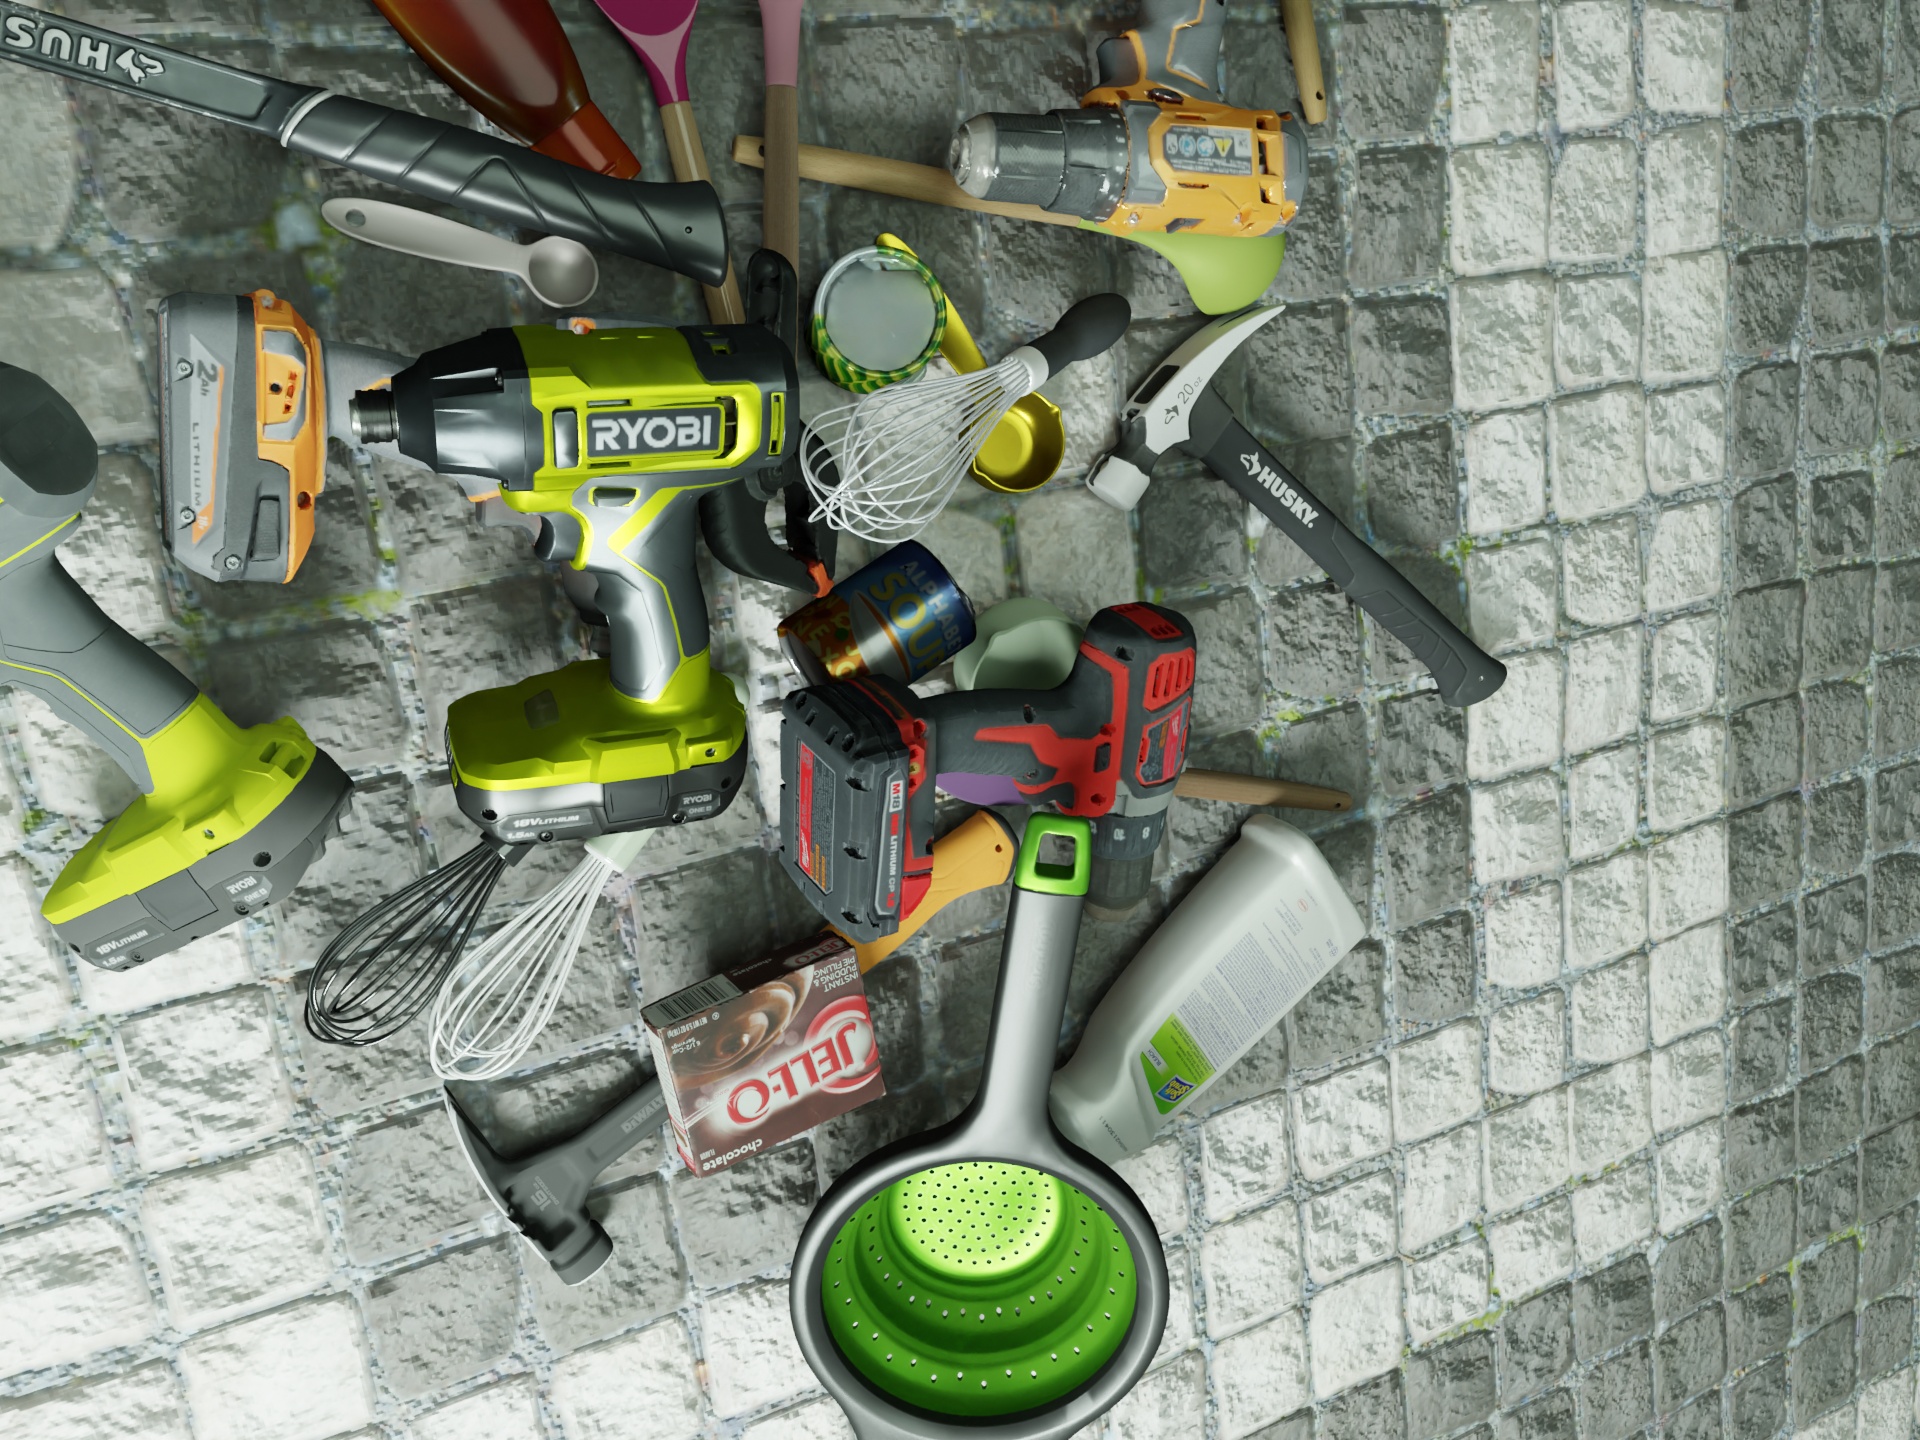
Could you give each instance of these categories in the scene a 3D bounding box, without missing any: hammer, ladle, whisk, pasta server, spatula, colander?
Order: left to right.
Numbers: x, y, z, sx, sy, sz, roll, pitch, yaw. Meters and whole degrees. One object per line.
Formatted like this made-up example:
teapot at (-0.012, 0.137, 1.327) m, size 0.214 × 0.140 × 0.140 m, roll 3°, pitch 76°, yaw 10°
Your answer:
hammer at (-0.294, -0.252, 0.661) m, size 0.408 × 0.036 × 0.149 m, roll 12°, pitch 96°, yaw -21°
whisk at (-0.224, 0.064, 0.776) m, size 0.239 × 0.055 × 0.055 m, roll -48°, pitch 116°, yaw -15°
whisk at (-0.184, 0.076, 0.803) m, size 0.246 × 0.058 × 0.059 m, roll -54°, pitch 152°, yaw -11°
hammer at (-0.107, 0.150, 0.857) m, size 0.337 × 0.034 × 0.127 m, roll -36°, pitch 115°, yaw -16°
pasta server at (-0.087, -0.277, 0.764) m, size 0.060 × 0.040 × 0.316 m, roll 1°, pitch 102°, yaw -4°
whisk at (0.014, -0.165, 0.797) m, size 0.285 × 0.070 × 0.070 m, roll -43°, pitch 119°, yaw -44°
colander at (0.021, 0.221, 0.865) m, size 0.204 × 0.094 × 0.397 m, roll 8°, pitch 109°, yaw -3°
ladle at (0.034, -0.275, 0.850) m, size 0.320 × 0.062 × 0.078 m, roll 4°, pitch 101°, yaw -20°
spatula at (0.117, 0.036, 0.944) m, size 0.315 × 0.018 × 0.059 m, roll 7°, pitch 125°, yaw -33°
ladle at (0.165, -0.491, 0.877) m, size 0.069 × 0.031 × 0.315 m, roll -25°, pitch 112°, yaw -20°
hammer at (0.232, -0.111, 0.973) m, size 0.334 × 0.035 × 0.146 m, roll 35°, pitch 89°, yaw -28°

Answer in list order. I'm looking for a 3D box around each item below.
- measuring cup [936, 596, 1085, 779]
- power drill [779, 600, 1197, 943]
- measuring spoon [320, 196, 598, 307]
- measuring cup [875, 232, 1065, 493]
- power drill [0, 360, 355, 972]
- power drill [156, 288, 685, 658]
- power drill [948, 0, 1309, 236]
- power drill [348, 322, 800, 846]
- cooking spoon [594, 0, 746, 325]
measuring cup at (-0.001, -0.003, 0.885) m, size 0.167 × 0.038 × 0.083 m, roll -41°, pitch 131°, yaw 5°
power drill at (0.023, 0.044, 0.832) m, size 0.226 × 0.080 × 0.187 m, roll -14°, pitch 123°, yaw -30°
measuring spoon at (-0.231, -0.218, 0.739) m, size 0.124 × 0.018 × 0.034 m, roll 10°, pitch 82°, yaw -21°
measuring cup at (-0.002, -0.191, 0.856) m, size 0.062 × 0.029 × 0.156 m, roll -39°, pitch 102°, yaw -17°
power drill at (-0.380, -0.010, 0.641) m, size 0.190 × 0.080 × 0.228 m, roll -23°, pitch 119°, yaw 17°
power drill at (-0.234, -0.108, 0.720) m, size 0.226 × 0.084 × 0.164 m, roll -2°, pitch 101°, yaw -30°
power drill at (0.080, -0.360, 0.806) m, size 0.185 × 0.084 × 0.226 m, roll -3°, pitch 91°, yaw -18°
power drill at (-0.163, -0.059, 0.684) m, size 0.171 × 0.080 × 0.223 m, roll -7°, pitch 128°, yaw -21°
cooking spoon at (-0.133, -0.272, 0.773) m, size 0.068 × 0.017 × 0.318 m, roll -18°, pitch 107°, yaw -16°
